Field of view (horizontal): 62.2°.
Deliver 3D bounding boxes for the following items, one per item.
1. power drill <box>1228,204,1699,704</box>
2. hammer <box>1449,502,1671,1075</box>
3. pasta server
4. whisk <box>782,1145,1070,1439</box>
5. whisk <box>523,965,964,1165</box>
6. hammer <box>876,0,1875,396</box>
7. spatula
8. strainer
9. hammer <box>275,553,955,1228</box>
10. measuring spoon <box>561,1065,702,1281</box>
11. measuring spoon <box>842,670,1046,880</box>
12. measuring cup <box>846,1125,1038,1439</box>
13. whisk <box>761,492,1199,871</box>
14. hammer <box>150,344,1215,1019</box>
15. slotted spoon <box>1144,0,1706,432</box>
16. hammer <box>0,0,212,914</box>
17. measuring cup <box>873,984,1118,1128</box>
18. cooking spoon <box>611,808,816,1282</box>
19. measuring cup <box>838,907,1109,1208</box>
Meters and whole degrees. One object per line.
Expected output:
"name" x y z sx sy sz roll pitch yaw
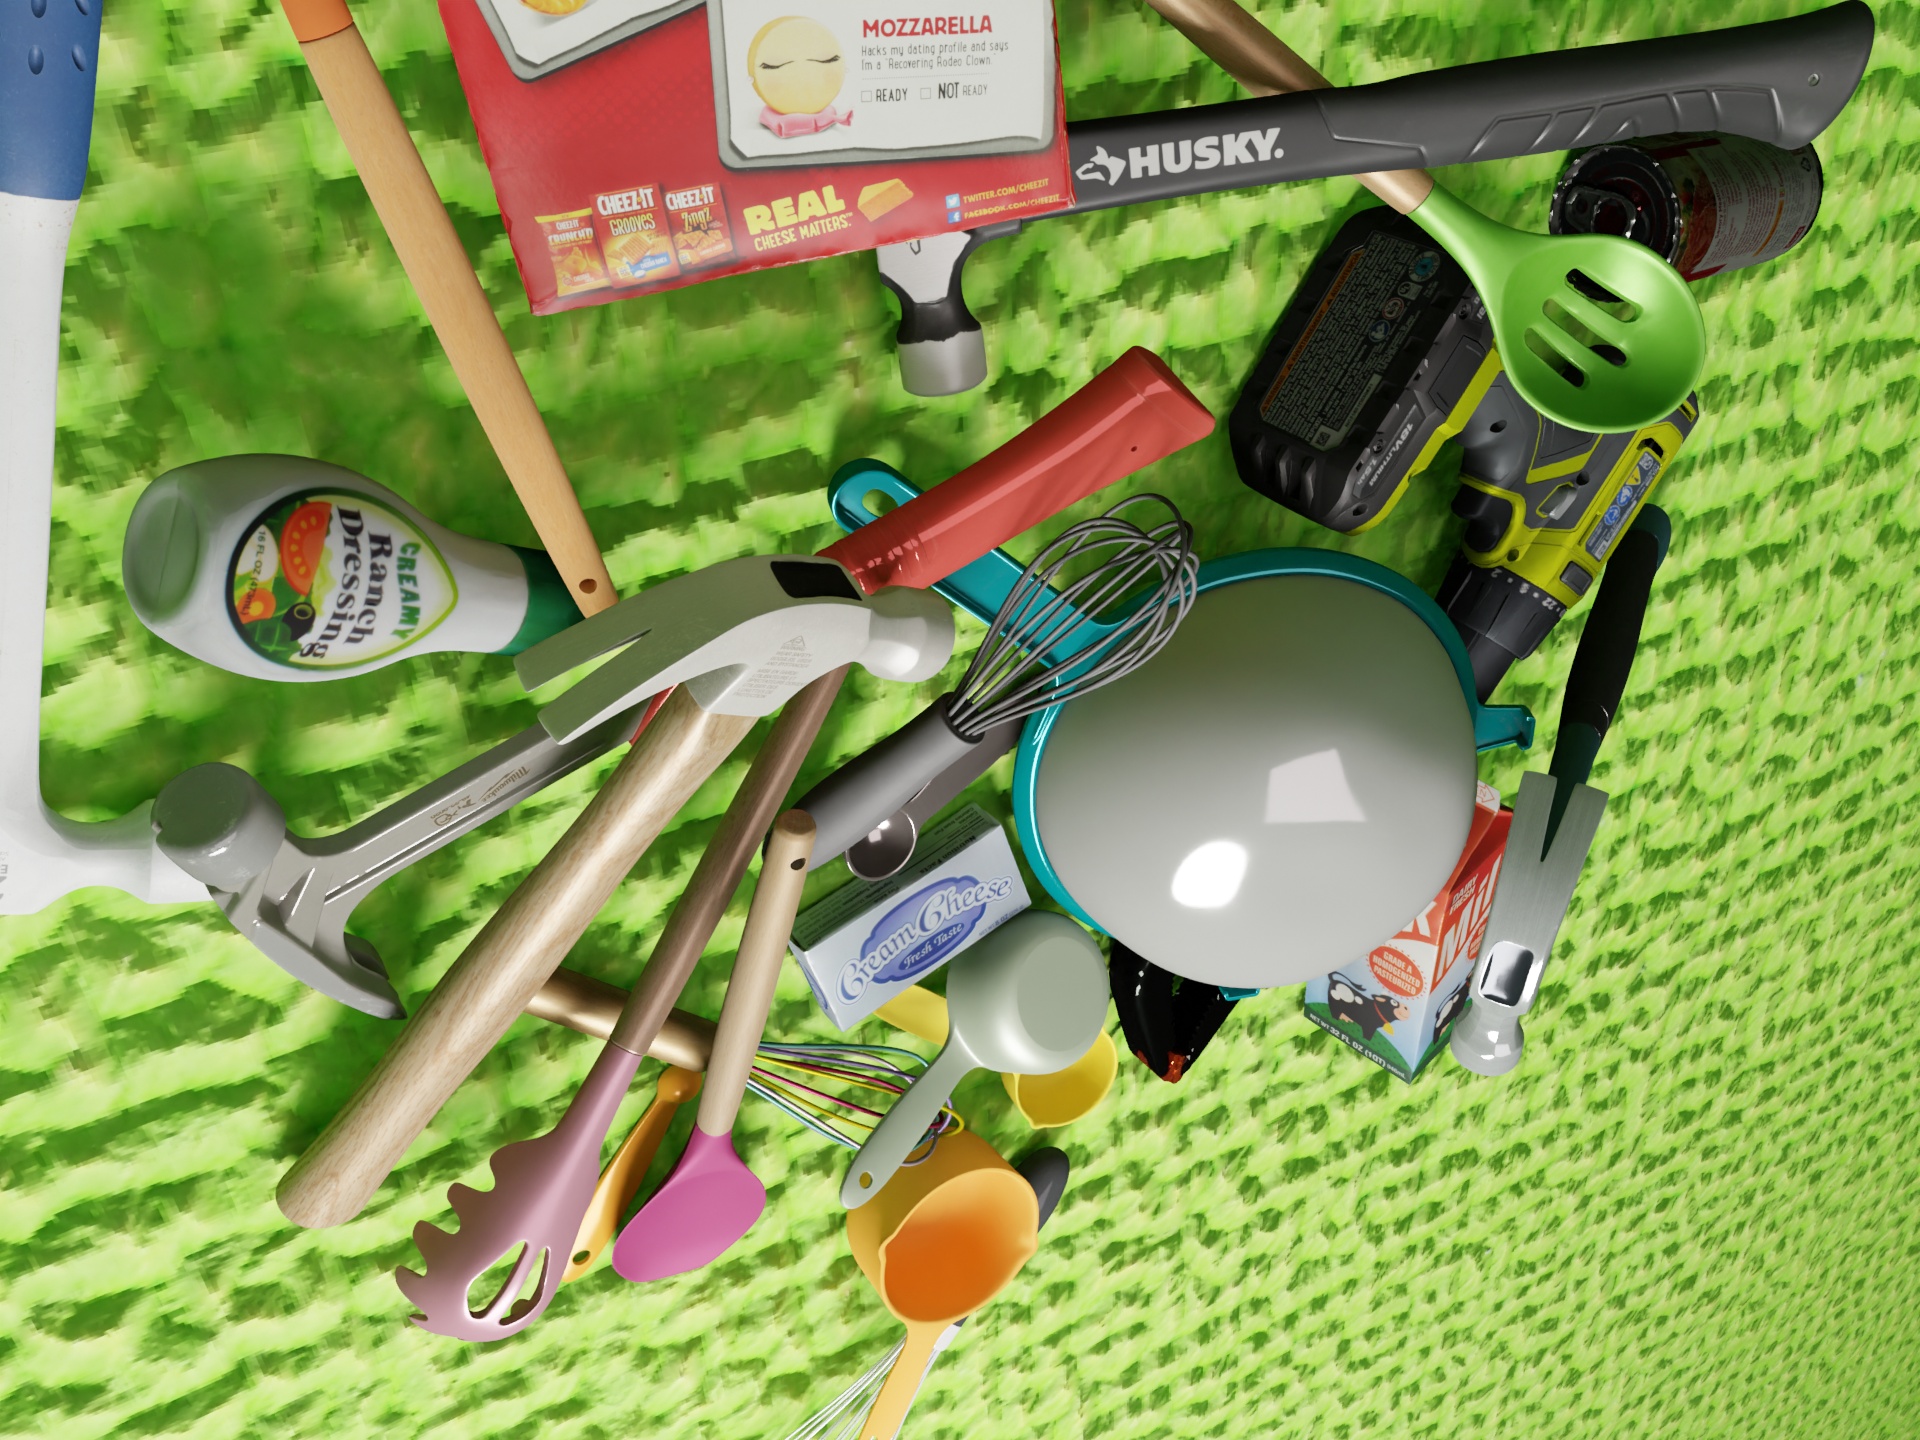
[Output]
"power drill" 0.225 -0.108 0.718 0.228 0.080 0.190 22 102 -43
"hammer" 0.292 0.004 0.746 0.331 0.033 0.128 -55 153 -40
"pasta server" -0.117 0.097 0.607 0.060 0.040 0.316 31 84 -33
"whisk" -0.032 0.337 0.817 0.284 0.070 0.070 -54 132 -3
"whisk" -0.088 0.142 0.673 0.244 0.047 0.051 31 78 -38
"hammer" 0.134 -0.204 0.532 0.335 0.035 0.146 -8 118 1
"spatula" -0.153 -0.151 0.410 0.081 0.041 0.322 -22 128 -5
"strainer" 0.087 0.011 0.634 0.340 0.095 0.211 33 111 -30
"hammer" -0.143 0.069 0.529 0.331 0.031 0.130 -48 151 24
"measuring spoon" -0.143 0.198 0.687 0.021 0.011 0.117 23 102 -40
"measuring spoon" -0.005 0.019 0.679 0.124 0.018 0.034 -43 128 -15
"measuring cup" -0.027 0.279 0.780 0.095 0.052 0.173 13 105 -36
"whisk" -0.002 -0.003 0.584 0.055 0.055 0.239 17 138 -39
"hammer" -0.071 -0.022 0.539 0.359 0.037 0.149 -31 153 -10
"slotted spoon" 0.146 -0.205 0.567 0.313 0.031 0.070 31 103 -18
"hammer" -0.249 -0.127 0.410 0.144 0.035 0.405 1 115 -35
"measuring cup" 0.009 0.147 0.760 0.156 0.029 0.062 30 95 -29
"cooking spoon" -0.093 0.144 0.628 0.068 0.017 0.318 -7 139 -26
"measuring cup" 0.008 0.151 0.701 0.168 0.038 0.083 -47 113 -33
